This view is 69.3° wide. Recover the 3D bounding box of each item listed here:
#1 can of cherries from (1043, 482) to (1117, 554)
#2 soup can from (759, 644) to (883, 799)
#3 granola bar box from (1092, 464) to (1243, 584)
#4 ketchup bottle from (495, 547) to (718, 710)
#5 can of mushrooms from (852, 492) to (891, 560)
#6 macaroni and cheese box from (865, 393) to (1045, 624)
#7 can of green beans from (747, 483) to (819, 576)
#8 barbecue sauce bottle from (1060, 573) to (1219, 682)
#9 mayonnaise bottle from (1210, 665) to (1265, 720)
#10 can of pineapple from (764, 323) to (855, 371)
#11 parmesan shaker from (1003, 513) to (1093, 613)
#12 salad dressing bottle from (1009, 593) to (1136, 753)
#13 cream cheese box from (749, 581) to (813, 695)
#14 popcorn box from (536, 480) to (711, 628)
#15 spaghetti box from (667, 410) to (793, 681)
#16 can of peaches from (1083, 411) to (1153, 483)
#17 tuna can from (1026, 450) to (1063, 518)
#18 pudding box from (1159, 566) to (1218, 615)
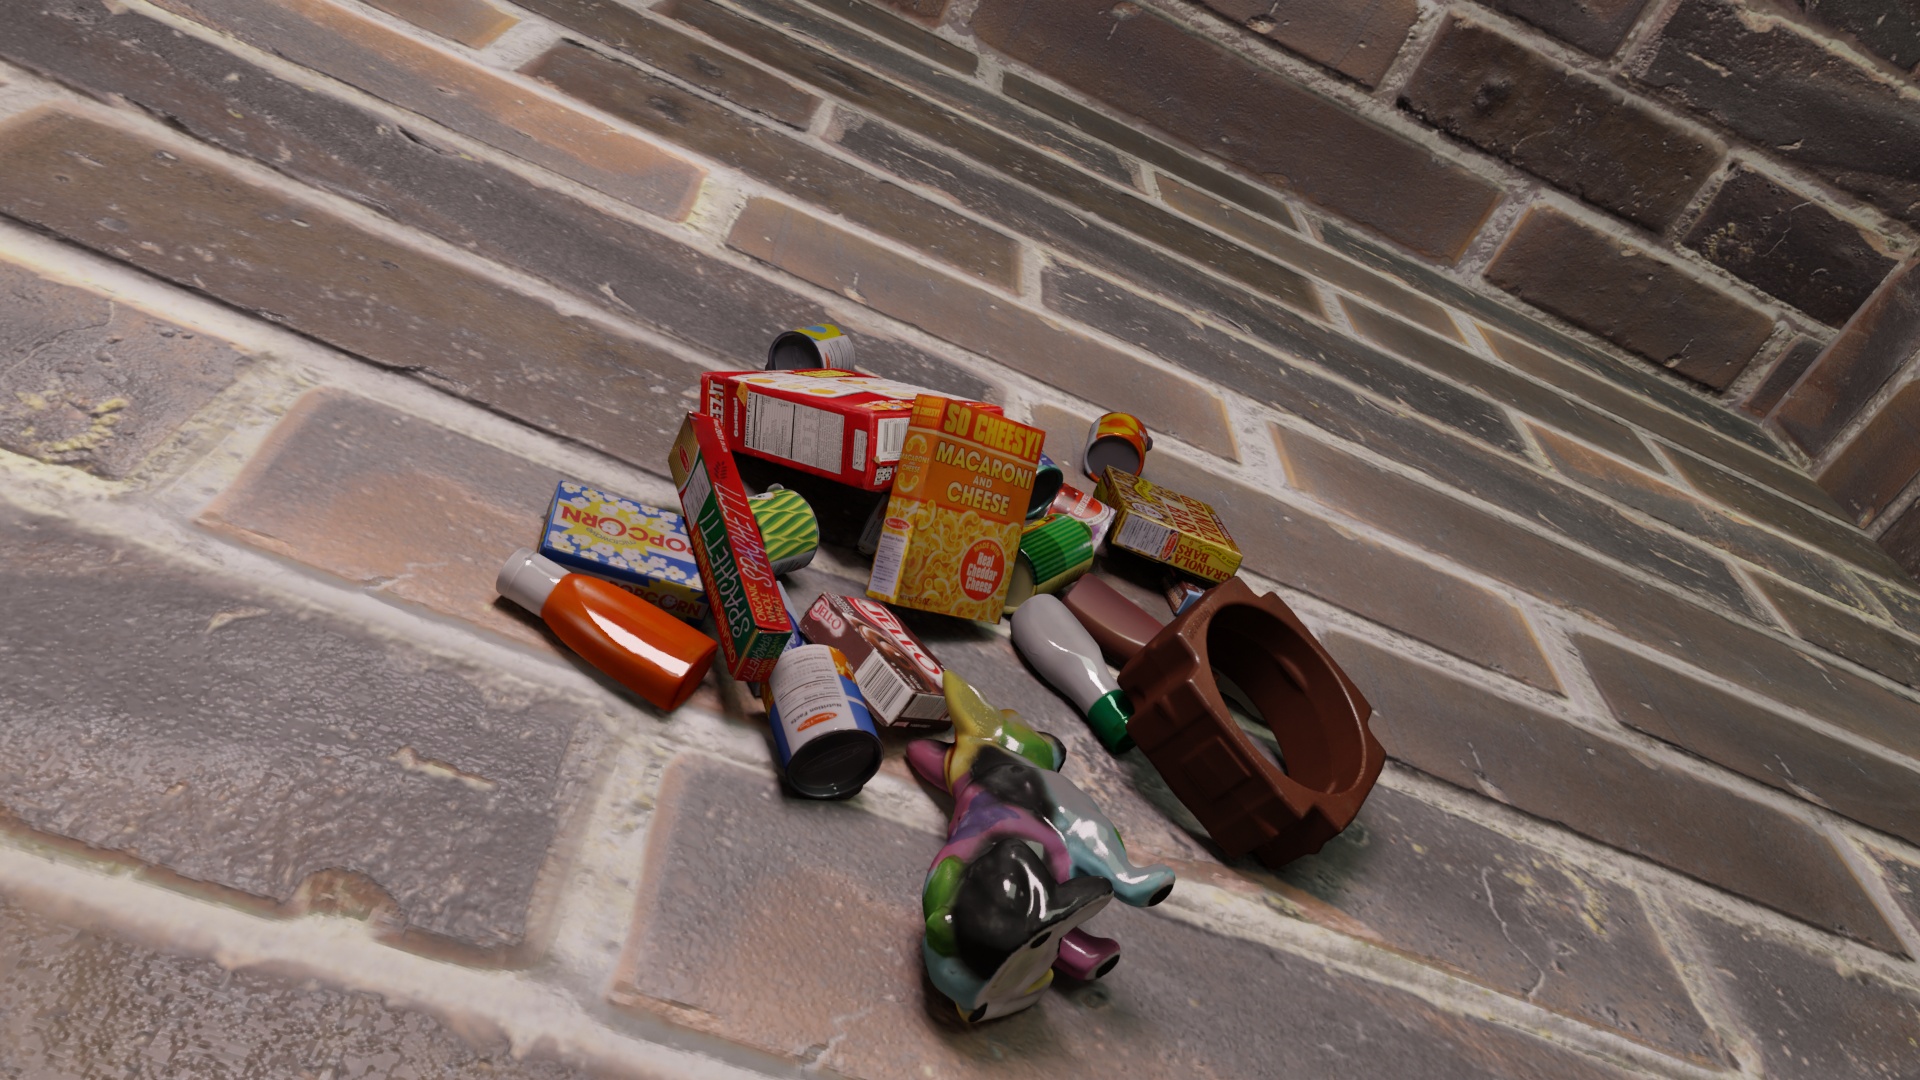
[{"bbox_3d":[0.108,-0.015,1.316,0.058,0.071,0.072,29,29,2],"label":"can of cherries"},{"bbox_3d":[-0.095,0.123,0.939,0.071,0.071,0.084,9,34,-30],"label":"soup can"},{"bbox_3d":[0.204,-0.016,1.392,0.124,0.039,0.166,21,17,-8],"label":"granola bar box"},{"bbox_3d":[-0.241,0.056,0.940,0.149,0.043,0.065,30,28,4],"label":"ketchup bottle"},{"bbox_3d":[-0.062,-0.014,1.178,0.033,0.070,0.071,27,29,-2],"label":"can of mushrooms"},{"bbox_3d":[-0.002,-0.024,1.126,0.040,0.166,0.124,13,-1,45],"label":"macaroni and cheese box"},{"bbox_3d":[-0.154,-0.003,1.083,0.071,0.071,0.058,42,33,23],"label":"can of green beans"},{"bbox_3d":[0.156,0.090,1.221,0.149,0.043,0.065,35,33,11],"label":"barbecue sauce bottle"},{"bbox_3d":[0.268,0.126,1.242,0.148,0.064,0.041,34,26,2],"label":"mayonnaise bottle"},{"bbox_3d":[-0.147,-0.176,1.361,0.071,0.070,0.058,37,30,16],"label":"can of pineapple"},{"bbox_3d":[0.067,0.018,1.229,0.071,0.071,0.103,39,31,18],"label":"parmesan shaker"},{"bbox_3d":[0.098,0.109,1.143,0.064,0.043,0.148,-1,42,-43],"label":"salad dressing bottle"},{"bbox_3d":[-0.142,0.070,1.020,0.053,0.024,0.104,5,37,-37],"label":"cream cheese box"},{"bbox_3d":[-0.242,0.010,1.017,0.127,0.038,0.085,17,30,-19],"label":"popcorn box"},{"bbox_3d":[-0.170,-0.001,1.003,0.029,0.050,0.251,10,35,-31],"label":"spaghetti box"},{"bbox_3d":[0.170,-0.098,1.499,0.071,0.071,0.058,27,30,-2],"label":"can of peaches"},{"bbox_3d":[0.067,-0.054,1.349,0.071,0.070,0.033,-6,44,-45],"label":"tuna can"},{"bbox_3d":[0.242,0.055,1.359,0.084,0.030,0.050,14,33,-23],"label":"pudding box"}]
